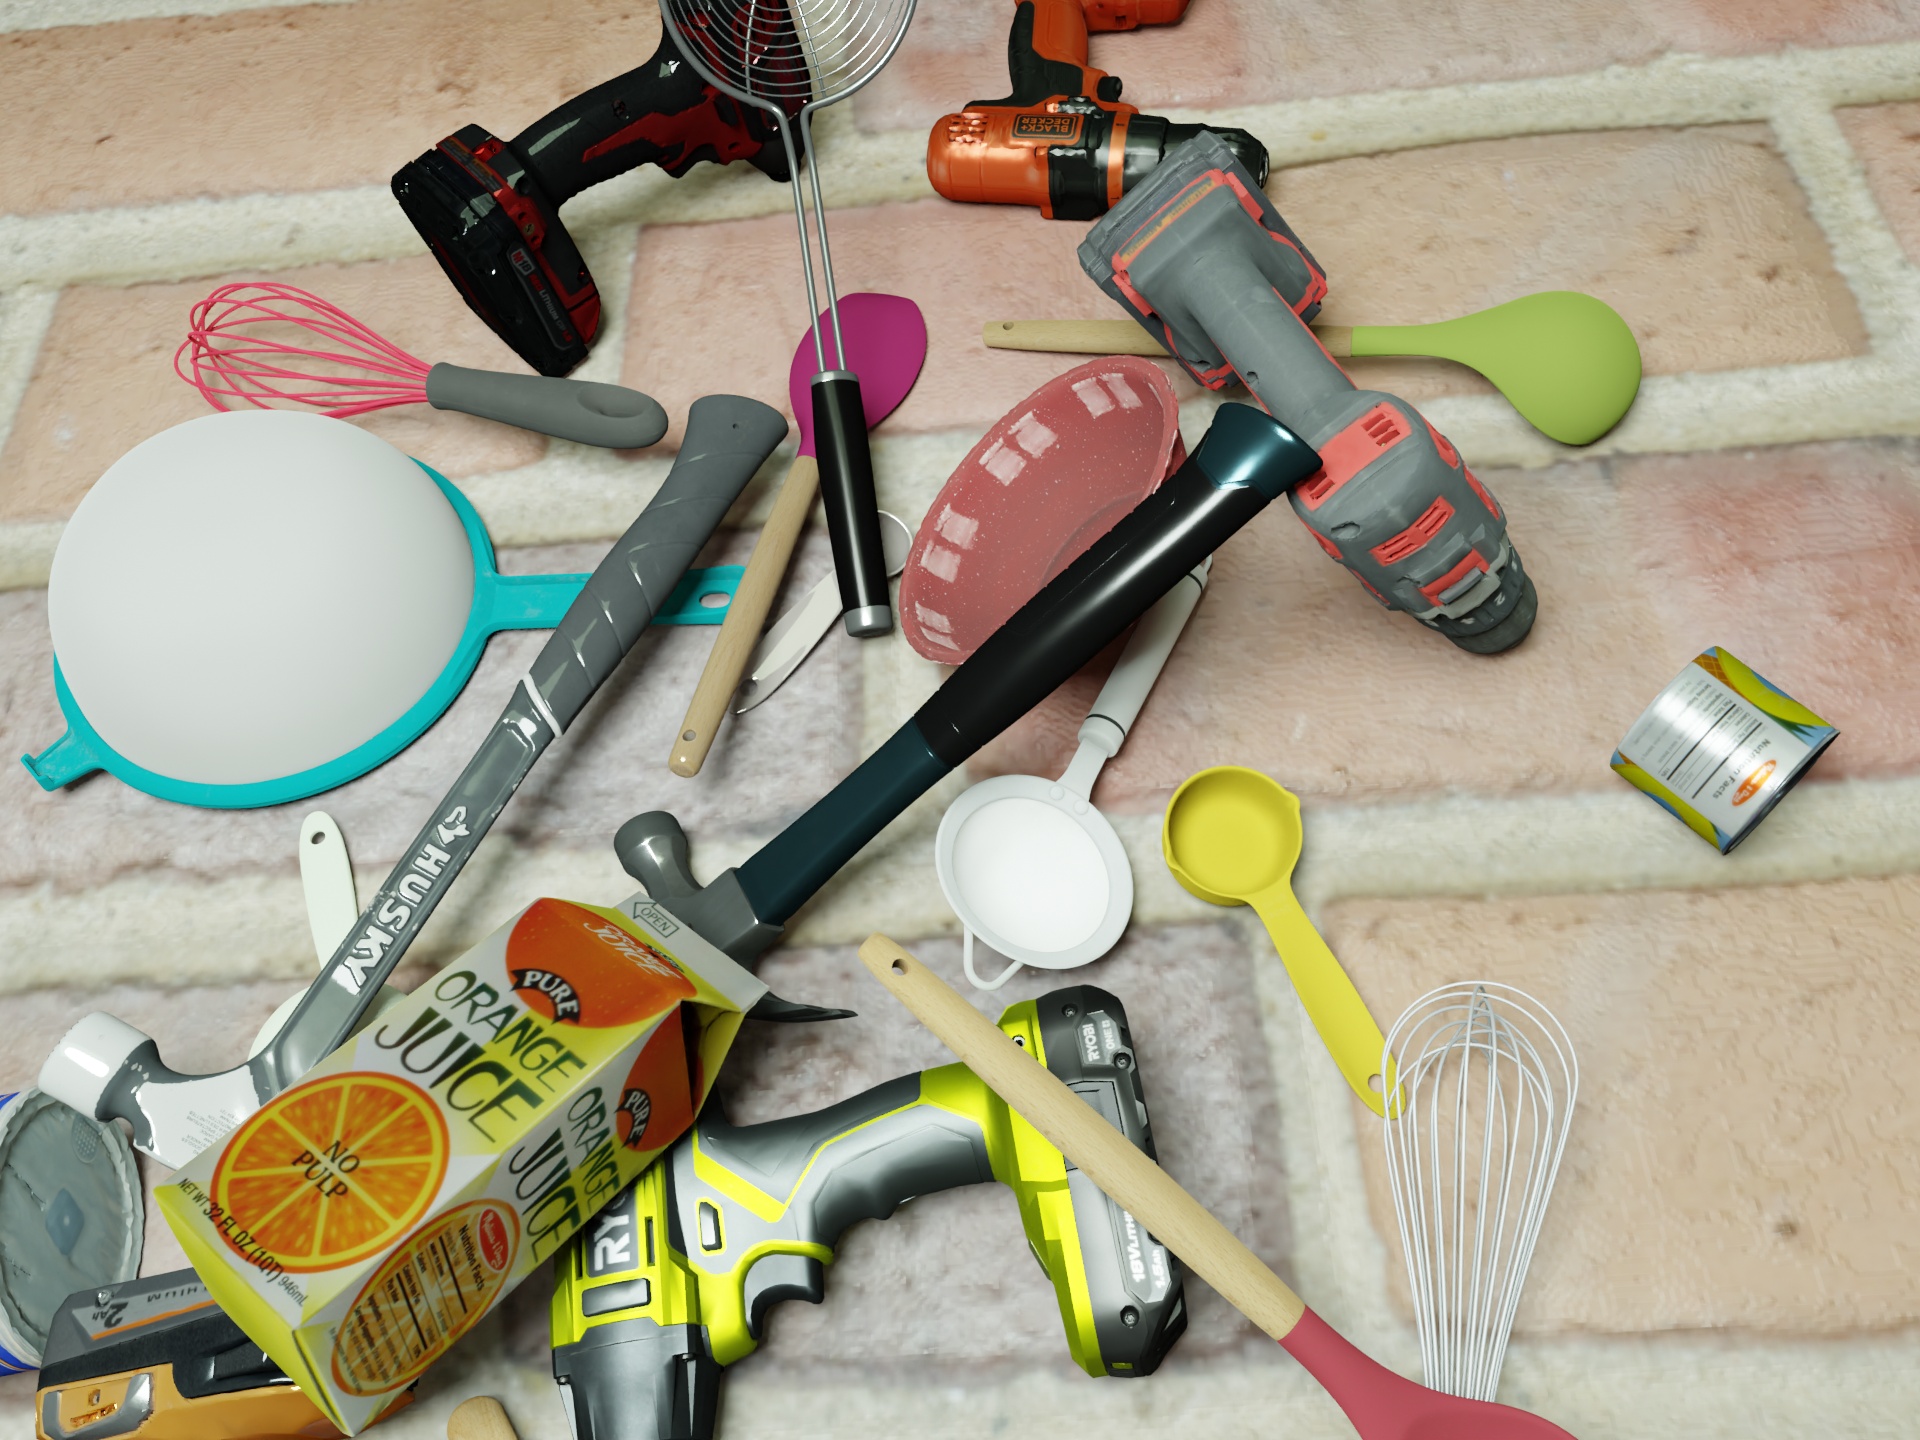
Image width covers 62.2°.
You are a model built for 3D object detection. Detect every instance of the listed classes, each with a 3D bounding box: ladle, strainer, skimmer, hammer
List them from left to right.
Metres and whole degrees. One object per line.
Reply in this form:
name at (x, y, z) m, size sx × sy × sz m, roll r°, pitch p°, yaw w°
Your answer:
strainer at (-0.268, -0.074, 0.733) m, size 0.340 × 0.095 × 0.211 m, roll -1°, pitch 60°, yaw 3°
hammer at (-0.182, 0.012, 0.669) m, size 0.149 × 0.036 × 0.409 m, roll 31°, pitch 63°, yaw -3°
skimmer at (-0.061, -0.223, 0.725) m, size 0.127 × 0.090 × 0.363 m, roll -6°, pitch 82°, yaw -17°
hammer at (-0.001, -0.002, 0.616) m, size 0.331 × 0.033 × 0.128 m, roll -42°, pitch 58°, yaw 16°
strainer at (0.058, 0.015, 0.686) m, size 0.087 × 0.050 × 0.258 m, roll 32°, pitch 60°, yaw -2°
ladle at (0.086, 0.177, 0.512) m, size 0.315 × 0.031 × 0.069 m, roll 41°, pitch 66°, yaw 8°
ladle at (0.168, -0.181, 0.792) m, size 0.320 × 0.062 × 0.078 m, roll 5°, pitch 63°, yaw 16°

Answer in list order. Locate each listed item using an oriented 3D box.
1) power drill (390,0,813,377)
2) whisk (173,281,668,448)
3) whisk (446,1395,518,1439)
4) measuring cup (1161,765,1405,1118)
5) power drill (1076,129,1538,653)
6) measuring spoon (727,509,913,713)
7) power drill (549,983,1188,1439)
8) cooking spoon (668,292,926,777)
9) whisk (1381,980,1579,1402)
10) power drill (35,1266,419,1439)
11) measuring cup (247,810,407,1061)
power drill at (-0.169, -0.290, 0.830) m, size 0.219 × 0.143 × 0.079 m, roll -43°, pitch 66°, yaw -10°
whisk at (-0.275, -0.171, 0.795) m, size 0.296 × 0.073 × 0.073 m, roll 13°, pitch 63°, yaw 19°
whisk at (-0.118, 0.293, 0.487) m, size 0.047 × 0.051 × 0.245 m, roll -52°, pitch 38°, yaw -6°
measuring cup at (0.134, 0.091, 0.649) m, size 0.062 × 0.029 × 0.157 m, roll -25°, pitch 73°, yaw -9°
power drill at (0.161, -0.130, 0.688) m, size 0.080 × 0.187 × 0.227 m, roll -40°, pitch 55°, yaw 18°
measuring spoon at (-0.069, -0.049, 0.751) m, size 0.034 × 0.018 × 0.124 m, roll 40°, pitch 77°, yaw 3°
power drill at (-0.037, 0.189, 0.578) m, size 0.223 × 0.080 × 0.171 m, roll -12°, pitch 60°, yaw 3°
cooking spoon at (-0.080, -0.104, 0.763) m, size 0.069 × 0.017 × 0.319 m, roll 9°, pitch 55°, yaw 11°
whisk at (0.173, 0.227, 0.547) m, size 0.070 × 0.070 × 0.285 m, roll 7°, pitch 66°, yaw 9°
power drill at (-0.223, 0.294, 0.513) m, size 0.185 × 0.084 × 0.226 m, roll -15°, pitch 60°, yaw 13°
measuring cup at (-0.265, 0.104, 0.665) m, size 0.083 × 0.038 × 0.168 m, roll -19°, pitch 63°, yaw -5°
